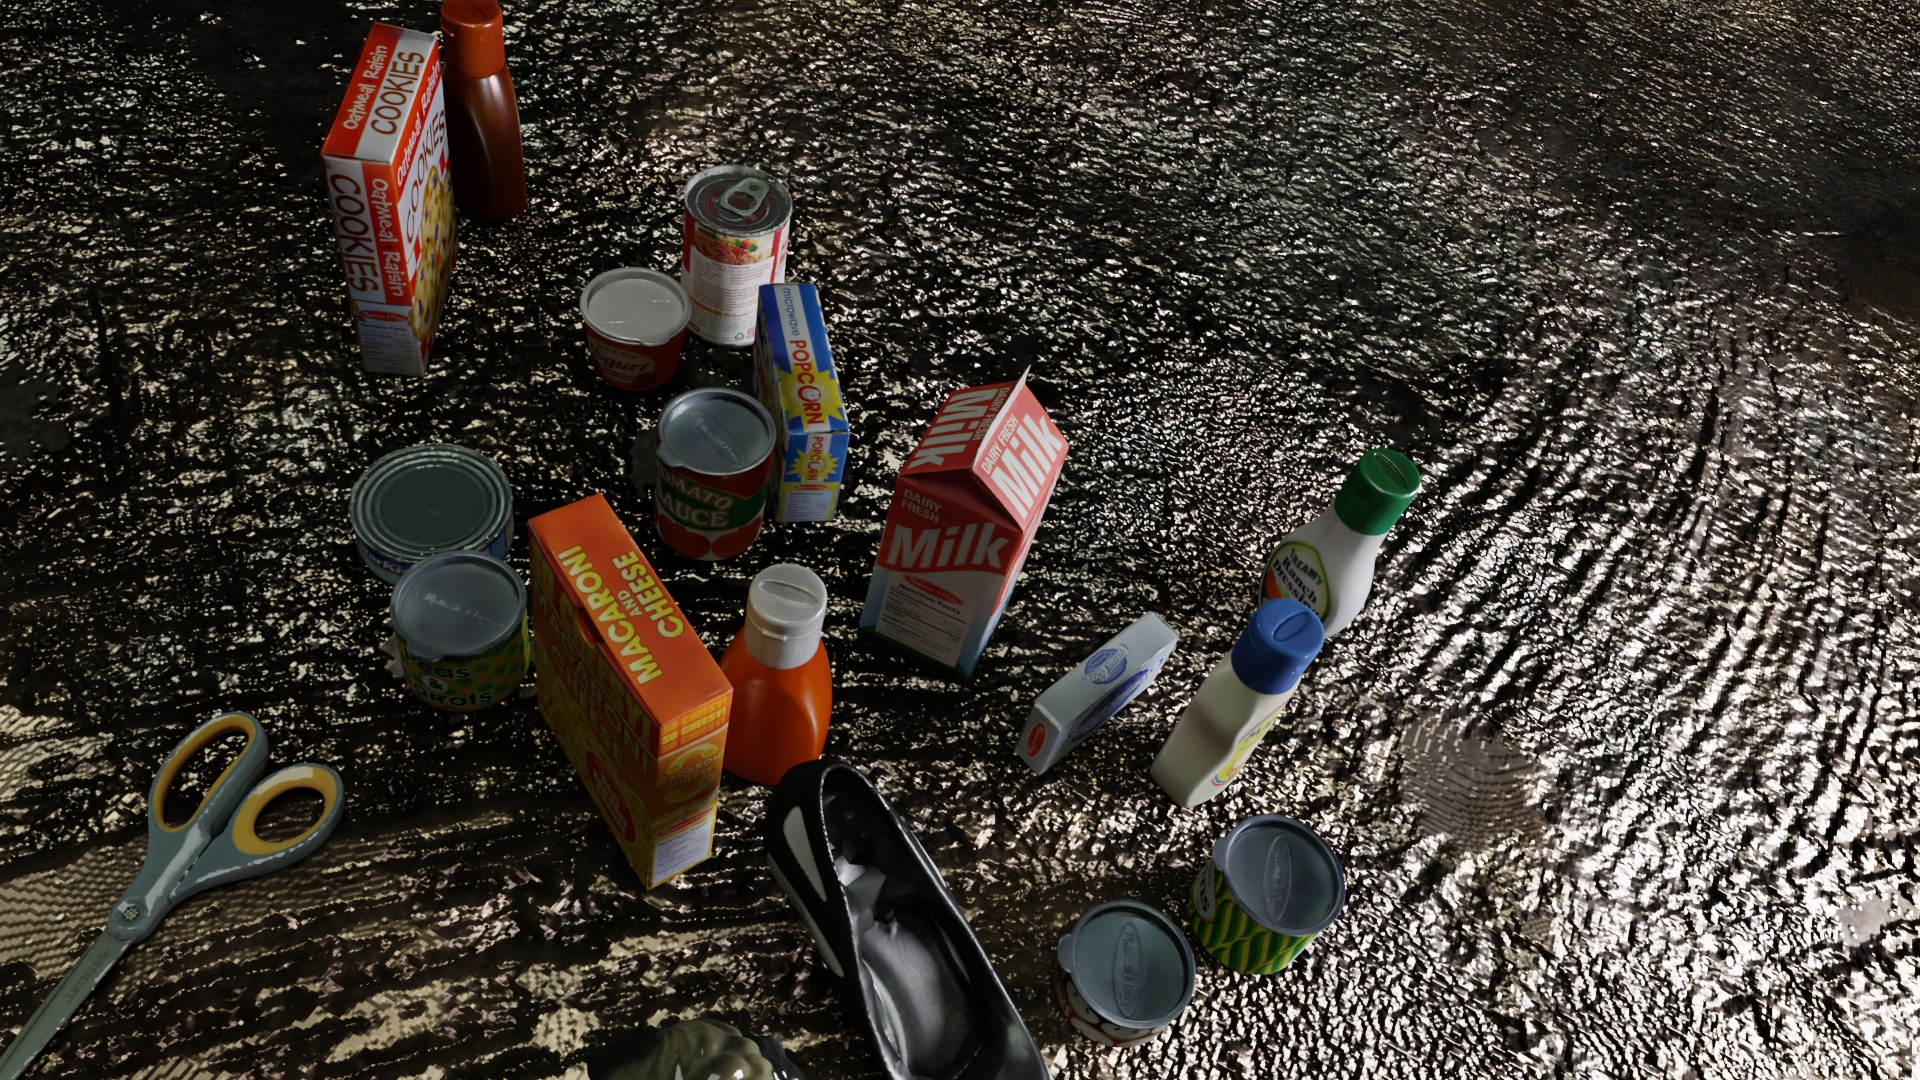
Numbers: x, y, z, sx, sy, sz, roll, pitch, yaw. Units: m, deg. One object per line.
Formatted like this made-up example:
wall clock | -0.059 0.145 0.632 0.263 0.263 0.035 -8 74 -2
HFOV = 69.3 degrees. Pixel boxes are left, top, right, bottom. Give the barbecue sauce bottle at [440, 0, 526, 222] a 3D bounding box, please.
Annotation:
barbecue sauce bottle | -0.319 -0.285 0.919 0.065 0.147 0.044 42 55 18

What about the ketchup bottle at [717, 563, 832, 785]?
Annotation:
ketchup bottle | -0.094 0.069 0.698 0.065 0.148 0.044 18 51 0

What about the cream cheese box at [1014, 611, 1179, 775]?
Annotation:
cream cheese box | 0.077 0.086 0.789 0.104 0.053 0.024 -33 67 -33

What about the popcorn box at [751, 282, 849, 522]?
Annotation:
popcorn box | -0.101 -0.086 0.858 0.038 0.084 0.127 -4 54 -17

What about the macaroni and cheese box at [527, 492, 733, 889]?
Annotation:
macaroni and cheese box | -0.161 0.077 0.664 0.040 0.165 0.124 -25 62 -29

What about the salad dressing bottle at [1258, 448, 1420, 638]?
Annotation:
salad dressing bottle | 0.225 0.005 0.829 0.044 0.146 0.064 -17 59 -25

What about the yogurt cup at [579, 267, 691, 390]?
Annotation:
yogurt cup | -0.208 -0.133 0.888 0.072 0.053 0.073 7 51 -9

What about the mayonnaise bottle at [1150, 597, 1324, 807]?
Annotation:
mayonnaise bottle | 0.150 0.087 0.746 0.065 0.147 0.041 -31 65 -32

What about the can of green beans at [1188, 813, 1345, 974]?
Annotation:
can of green beans | 0.159 0.186 0.728 0.071 0.057 0.071 7 52 -9

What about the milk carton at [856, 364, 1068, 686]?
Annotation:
milk carton | 0.003 -0.009 0.757 0.073 0.189 0.073 25 51 5

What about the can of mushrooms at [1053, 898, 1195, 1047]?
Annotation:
can of mushrooms | 0.080 0.217 0.699 0.071 0.033 0.071 7 51 -9

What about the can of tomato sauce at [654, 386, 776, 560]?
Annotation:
can of tomato sauce | -0.146 -0.036 0.810 0.071 0.082 0.071 7 52 -9

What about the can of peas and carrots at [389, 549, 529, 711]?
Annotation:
can of peas and carrots | -0.262 0.050 0.728 0.071 0.058 0.071 7 52 -9

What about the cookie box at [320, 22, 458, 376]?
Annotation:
cookie box | -0.339 -0.202 0.836 0.040 0.166 0.123 5 52 -10
